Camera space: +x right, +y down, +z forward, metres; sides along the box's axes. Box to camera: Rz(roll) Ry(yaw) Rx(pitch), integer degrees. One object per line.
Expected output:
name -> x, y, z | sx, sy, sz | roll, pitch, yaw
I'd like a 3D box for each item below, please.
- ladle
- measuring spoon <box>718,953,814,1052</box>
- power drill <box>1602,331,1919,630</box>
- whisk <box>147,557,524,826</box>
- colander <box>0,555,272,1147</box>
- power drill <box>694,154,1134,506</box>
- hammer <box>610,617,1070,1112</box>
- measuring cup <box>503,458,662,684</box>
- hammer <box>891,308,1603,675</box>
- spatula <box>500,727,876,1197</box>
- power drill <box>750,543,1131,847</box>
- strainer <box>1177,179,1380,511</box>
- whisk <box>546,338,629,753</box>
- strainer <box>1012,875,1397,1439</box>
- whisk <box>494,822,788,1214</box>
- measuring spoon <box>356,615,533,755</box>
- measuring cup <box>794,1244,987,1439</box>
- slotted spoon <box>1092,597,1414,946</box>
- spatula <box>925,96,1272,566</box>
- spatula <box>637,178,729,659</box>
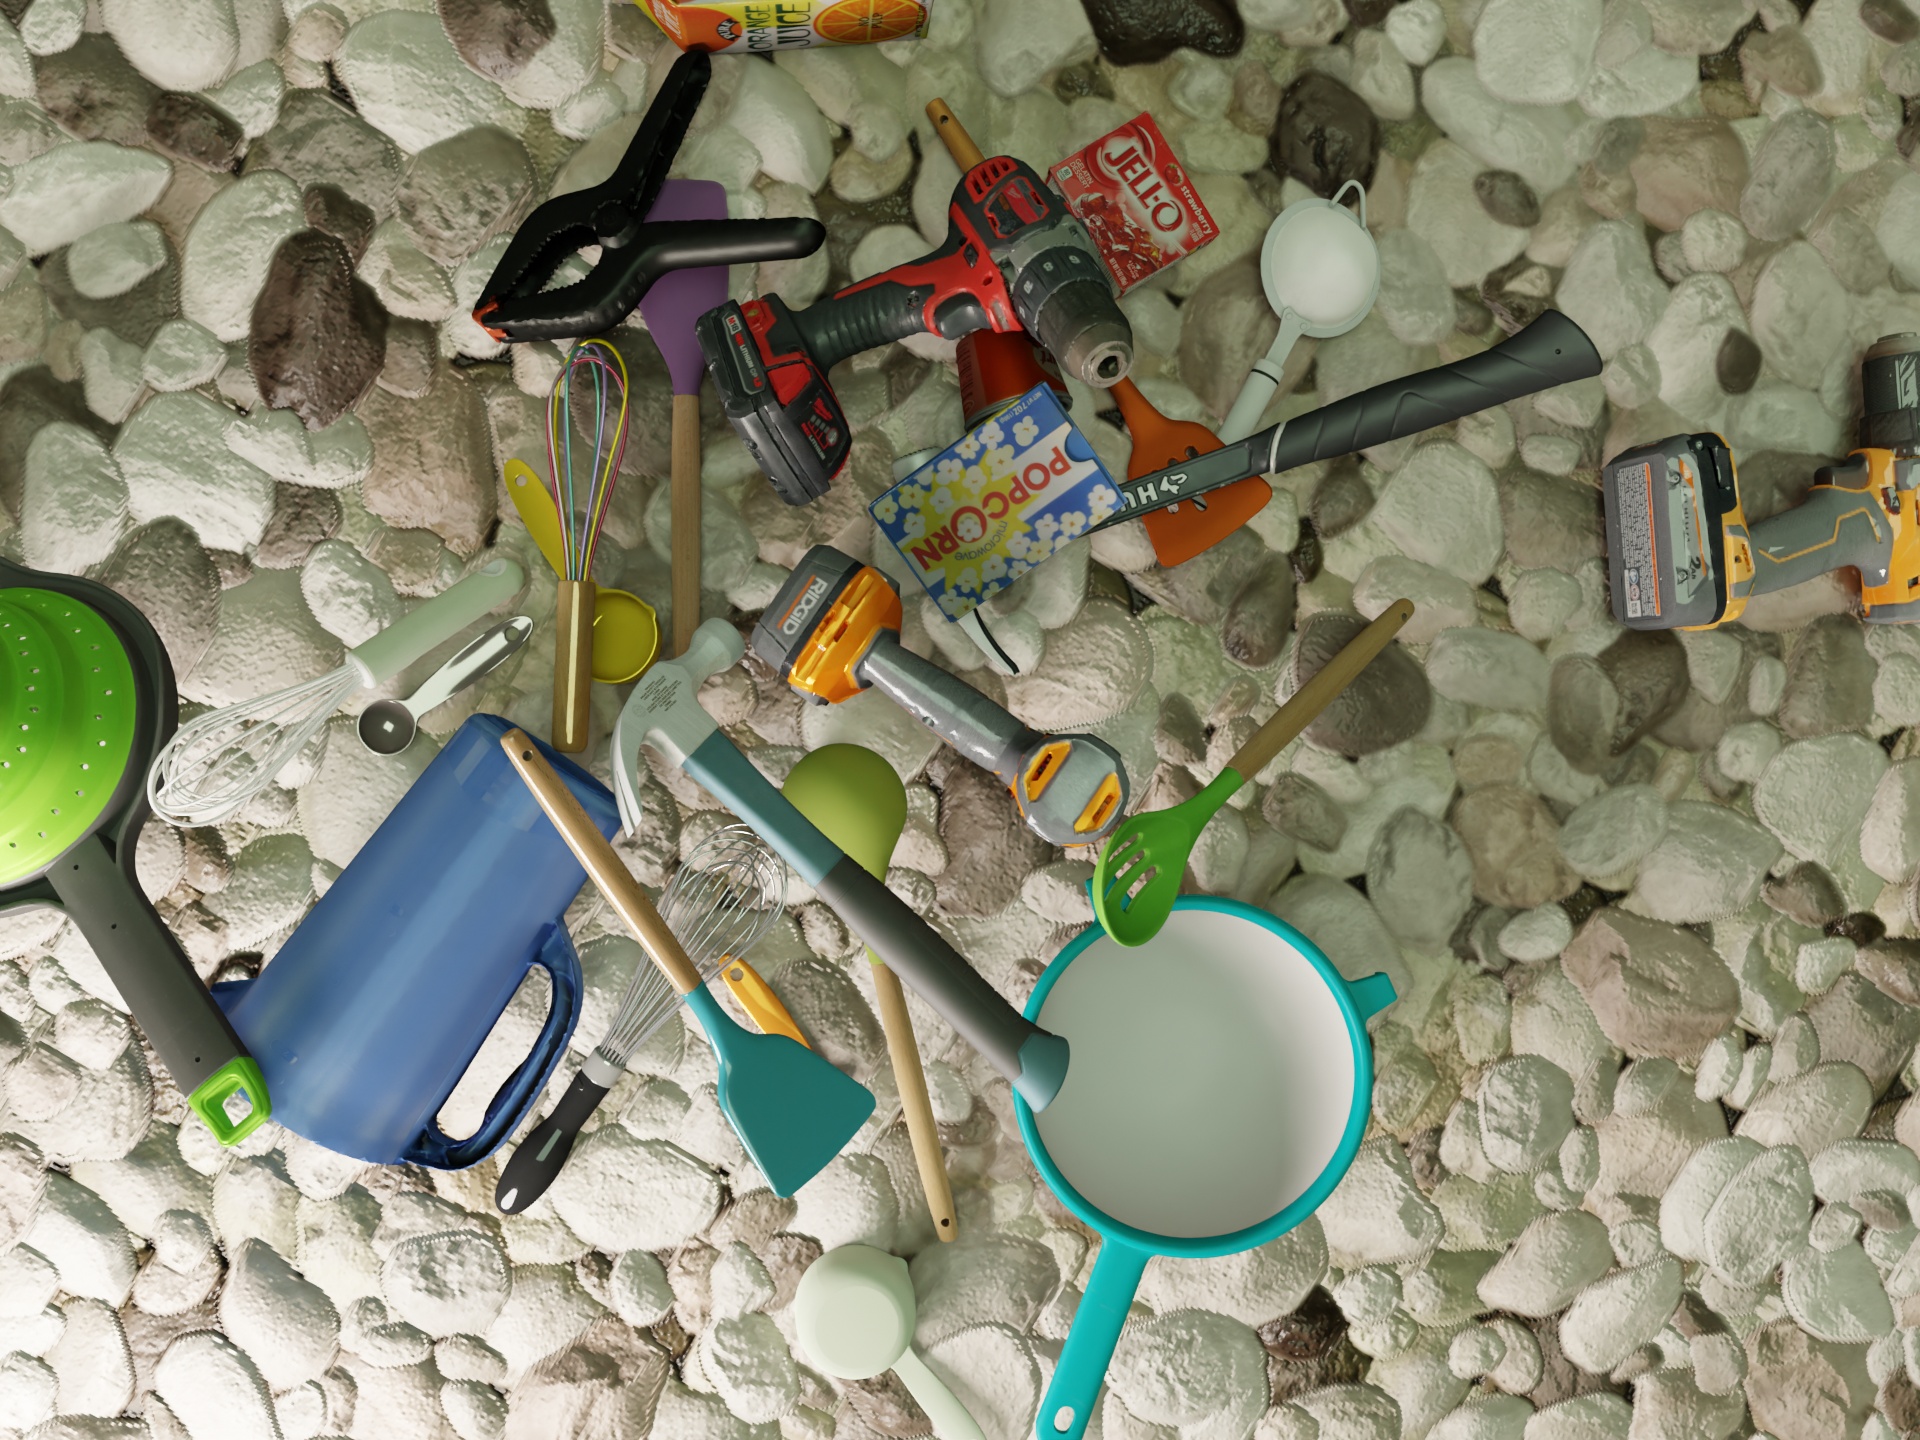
ladle -> -0.044, 0.170, 0.985 | 0.078, 0.062, 0.320 | -14, 99, -6
measuring spoon -> -0.112, 0.192, 0.988 | 0.021, 0.011, 0.117 | -37, 94, -3
power drill -> 0.529, -0.147, 1.005 | 0.226, 0.084, 0.185 | -5, 91, -9
whisk -> -0.347, -0.023, 0.903 | 0.246, 0.058, 0.059 | -41, 138, -31
colander -> -0.495, 0.060, 0.843 | 0.204, 0.094, 0.397 | -40, 74, -4
power drill -> -0.022, -0.213, 0.900 | 0.226, 0.080, 0.188 | -28, 50, 4
hammer -> -0.063, 0.093, 0.898 | 0.331, 0.033, 0.128 | 44, 57, -1
measuring cup -> -0.234, -0.091, 0.968 | 0.062, 0.029, 0.156 | -31, 82, 0
hammer -> 0.170, -0.150, 0.942 | 0.409, 0.036, 0.149 | -18, 93, 11
spatula -> -0.160, 0.132, 0.901 | 0.082, 0.044, 0.317 | -42, 116, -24
power drill -> -0.001, -0.003, 0.934 | 0.226, 0.164, 0.084 | 34, 88, 7
strainer -> 0.198, -0.224, 0.993 | 0.086, 0.050, 0.258 | 28, 92, -19
whisk -> -0.221, -0.103, 0.932 | 0.047, 0.051, 0.245 | 3, 88, -3
strainer -> 0.113, 0.268, 0.967 | 0.211, 0.095, 0.340 | 20, 90, 0
whisk -> -0.198, 0.182, 0.962 | 0.070, 0.070, 0.284 | 35, 93, -5
measuring spoon -> -0.310, -0.023, 0.966 | 0.124, 0.018, 0.034 | -39, 95, -10
measuring cup -> -0.036, 0.403, 0.986 | 0.083, 0.038, 0.167 | -40, 92, -3
slotted spoon -> 0.179, 0.020, 0.950 | 0.314, 0.031, 0.070 | -41, 119, -25
spatula -> 0.072, -0.246, 0.979 | 0.081, 0.041, 0.322 | -34, 93, 11
spatula -> -0.170, -0.172, 0.970 | 0.059, 0.018, 0.316 | -1, 90, -4
